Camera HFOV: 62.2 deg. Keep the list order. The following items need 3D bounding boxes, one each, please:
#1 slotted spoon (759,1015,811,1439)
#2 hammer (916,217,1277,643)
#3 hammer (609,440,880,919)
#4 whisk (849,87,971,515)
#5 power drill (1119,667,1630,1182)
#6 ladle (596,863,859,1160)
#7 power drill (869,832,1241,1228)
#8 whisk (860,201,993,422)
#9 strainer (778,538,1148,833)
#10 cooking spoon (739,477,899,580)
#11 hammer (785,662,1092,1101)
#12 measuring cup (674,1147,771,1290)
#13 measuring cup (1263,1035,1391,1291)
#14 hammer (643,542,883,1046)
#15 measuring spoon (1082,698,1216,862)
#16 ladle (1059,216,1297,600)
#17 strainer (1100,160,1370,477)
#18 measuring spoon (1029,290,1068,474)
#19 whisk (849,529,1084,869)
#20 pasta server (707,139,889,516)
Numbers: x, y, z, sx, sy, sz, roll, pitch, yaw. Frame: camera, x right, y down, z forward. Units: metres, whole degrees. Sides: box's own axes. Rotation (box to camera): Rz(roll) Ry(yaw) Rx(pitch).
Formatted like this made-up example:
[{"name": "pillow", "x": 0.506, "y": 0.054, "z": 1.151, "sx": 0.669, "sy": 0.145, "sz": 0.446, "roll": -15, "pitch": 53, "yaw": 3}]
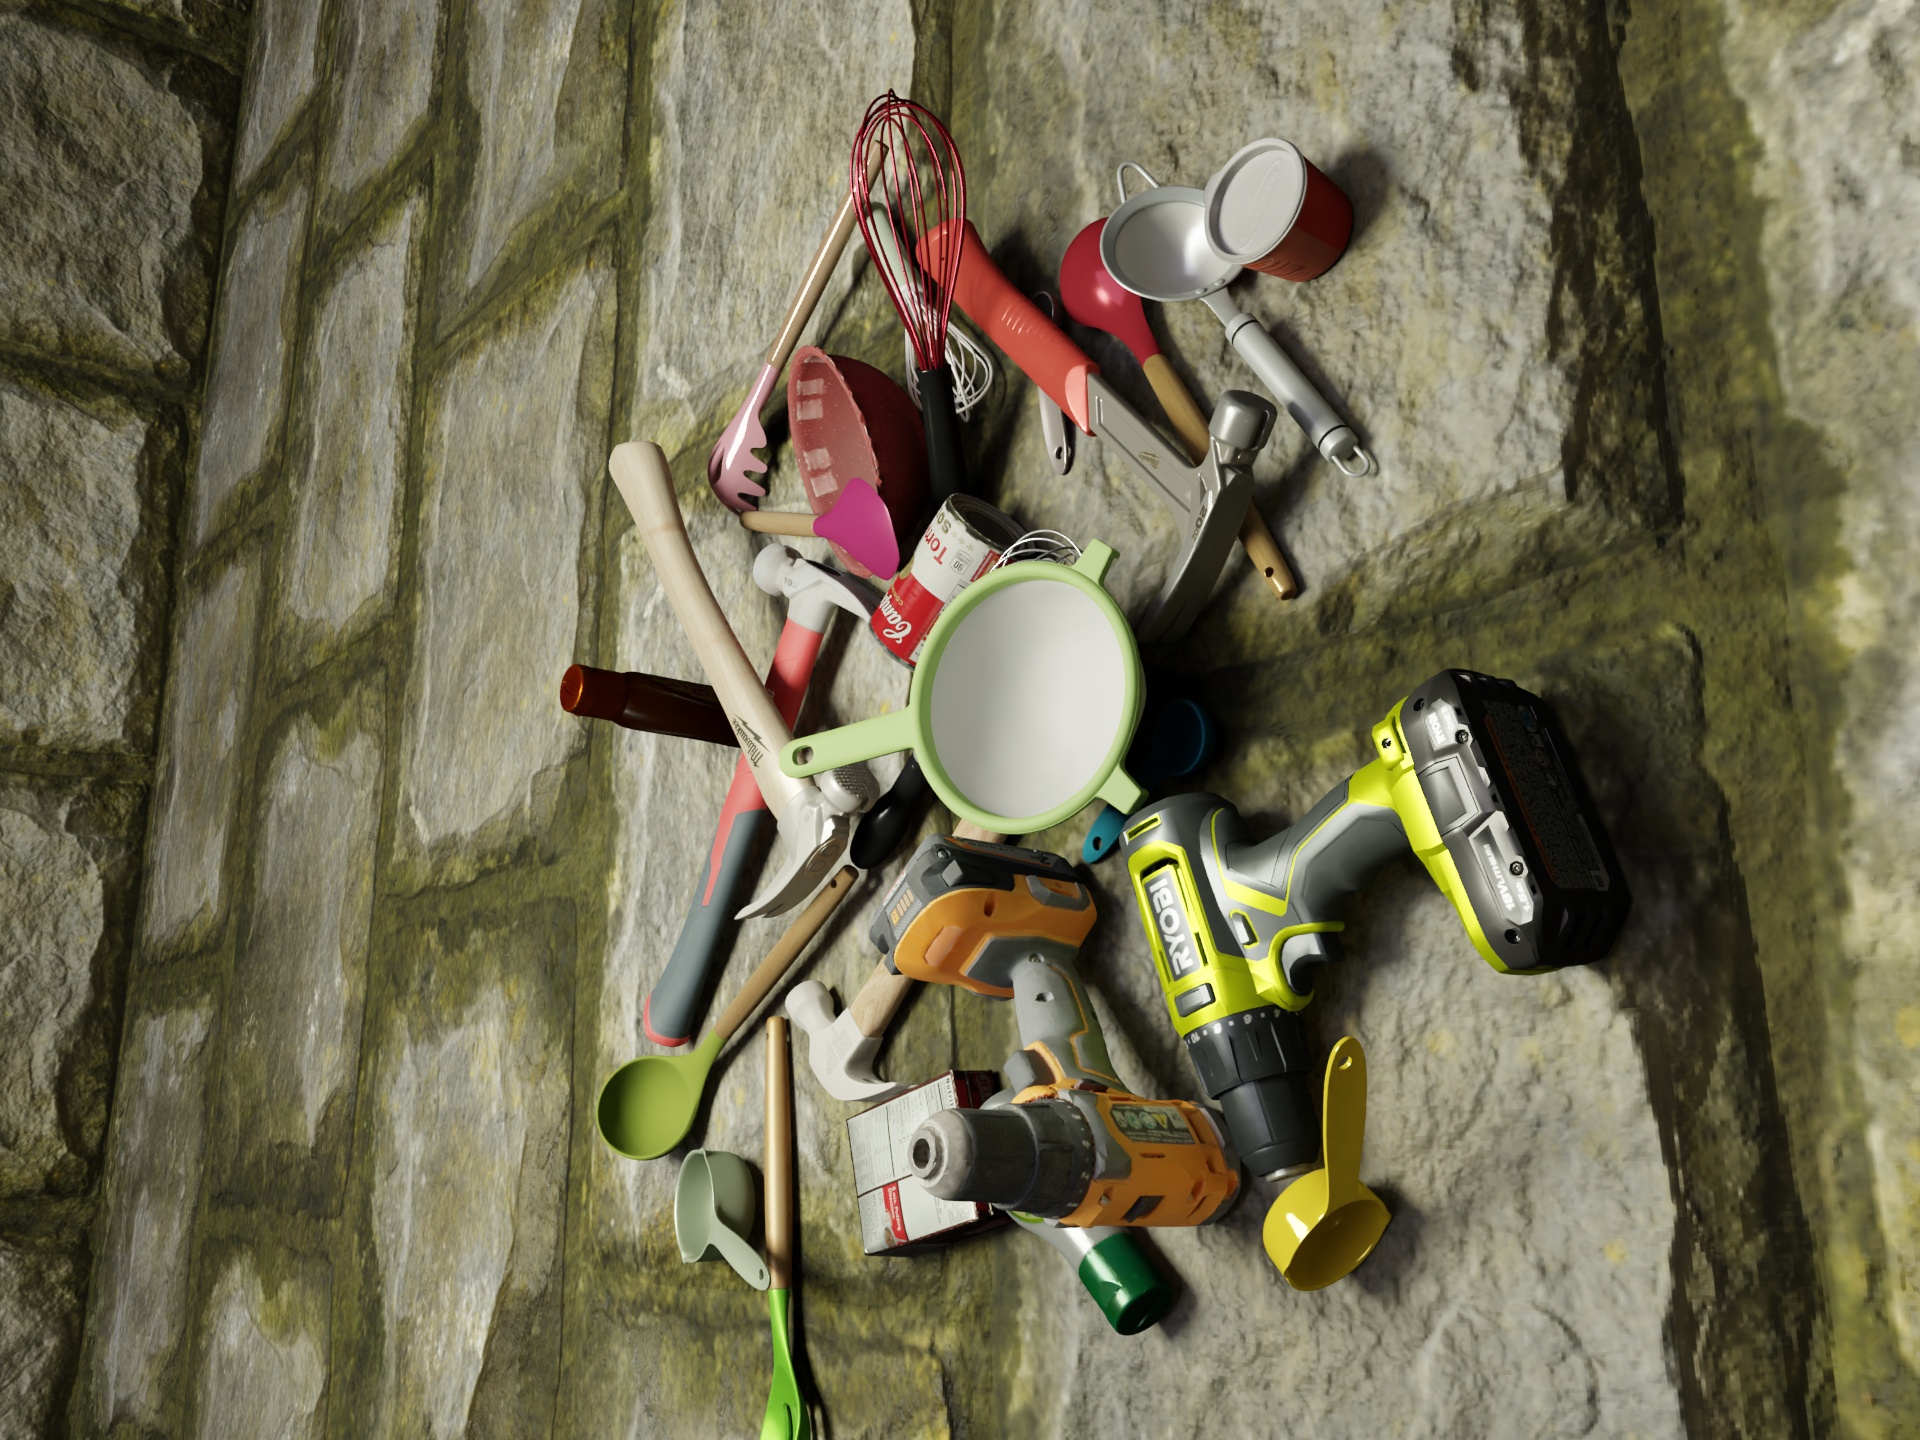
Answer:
[{"name": "slotted spoon", "x": -0.121, "y": 0.357, "z": 1.075, "sx": 0.070, "sy": 0.031, "sz": 0.314, "roll": 141, "pitch": 131, "yaw": -56}, {"name": "hammer", "x": 0.059, "y": -0.204, "z": 0.967, "sx": 0.359, "sy": 0.036, "sz": 0.149, "roll": 54, "pitch": 135, "yaw": 42}, {"name": "hammer", "x": -0.183, "y": -0.051, "z": 1.157, "sx": 0.146, "sy": 0.038, "sz": 0.411, "roll": -52, "pitch": 51, "yaw": 31}, {"name": "whisk", "x": -0.020, "y": -0.243, "z": 1.006, "sx": 0.073, "sy": 0.073, "sz": 0.295, "roll": 19, "pitch": 124, "yaw": 51}, {"name": "power drill", "x": 0.182, "y": 0.096, "z": 0.741, "sx": 0.228, "sy": 0.080, "sz": 0.191, "roll": -37, "pitch": 59, "yaw": 41}, {"name": "ladle", "x": -0.167, "y": 0.208, "z": 1.133, "sx": 0.320, "sy": 0.062, "sz": 0.078, "roll": -51, "pitch": 58, "yaw": 30}, {"name": "power drill", "x": 0.026, "y": 0.163, "z": 0.828, "sx": 0.084, "sy": 0.185, "sz": 0.226, "roll": -57, "pitch": 41, "yaw": 26}, {"name": "whisk", "x": -0.032, "y": -0.295, "z": 1.126, "sx": 0.059, "sy": 0.057, "sz": 0.247, "roll": -25, "pitch": 52, "yaw": 5}, {"name": "strainer", "x": 0.008, "y": 0.002, "z": 0.922, "sx": 0.256, "sy": 0.069, "sz": 0.151, "roll": -15, "pitch": 73, "yaw": 35}, {"name": "cooking spoon", "x": -0.107, "y": -0.138, "z": 1.134, "sx": 0.319, "sy": 0.017, "sz": 0.068, "roll": 19, "pitch": 126, "yaw": 65}, {"name": "hammer", "x": -0.007, "y": 0.107, "z": 0.998, "sx": 0.331, "sy": 0.031, "sz": 0.130, "roll": -59, "pitch": 42, "yaw": 21}, {"name": "measuring cup", "x": -0.150, "y": 0.348, "z": 1.085, "sx": 0.168, "sy": 0.038, "sz": 0.083, "roll": 14, "pitch": 94, "yaw": 59}, {"name": "measuring cup", "x": 0.163, "y": 0.193, "z": 0.711, "sx": 0.029, "sy": 0.062, "sz": 0.156, "roll": 44, "pitch": 147, "yaw": 51}, {"name": "hammer", "x": -0.151, "y": 0.074, "z": 1.166, "sx": 0.143, "sy": 0.038, "sz": 0.386, "roll": 31, "pitch": 107, "yaw": 40}, {"name": "measuring spoon", "x": 0.107, "y": 0.039, "z": 0.896, "sx": 0.128, "sy": 0.021, "sz": 0.042, "roll": -57, "pitch": 42, "yaw": 37}, {"name": "ladle", "x": 0.123, "y": -0.189, "z": 0.924, "sx": 0.069, "sy": 0.031, "sz": 0.316, "roll": -46, "pitch": 51, "yaw": 32}, {"name": "strainer", "x": 0.152, "y": -0.220, "z": 0.885, "sx": 0.087, "sy": 0.050, "sz": 0.259, "roll": -25, "pitch": 57, "yaw": -6}, {"name": "measuring spoon", "x": 0.061, "y": -0.215, "z": 1.016, "sx": 0.034, "sy": 0.018, "sz": 0.124, "roll": -24, "pitch": 69, "yaw": 55}, {"name": "whisk", "x": -0.002, "y": -0.004, "z": 1.006, "sx": 0.284, "sy": 0.070, "sz": 0.070, "roll": -56, "pitch": 44, "yaw": 31}, {"name": "pasta server", "x": -0.125, "y": -0.295, "z": 1.223, "sx": 0.316, "sy": 0.040, "sz": 0.060, "roll": -59, "pitch": 43, "yaw": 26}]
